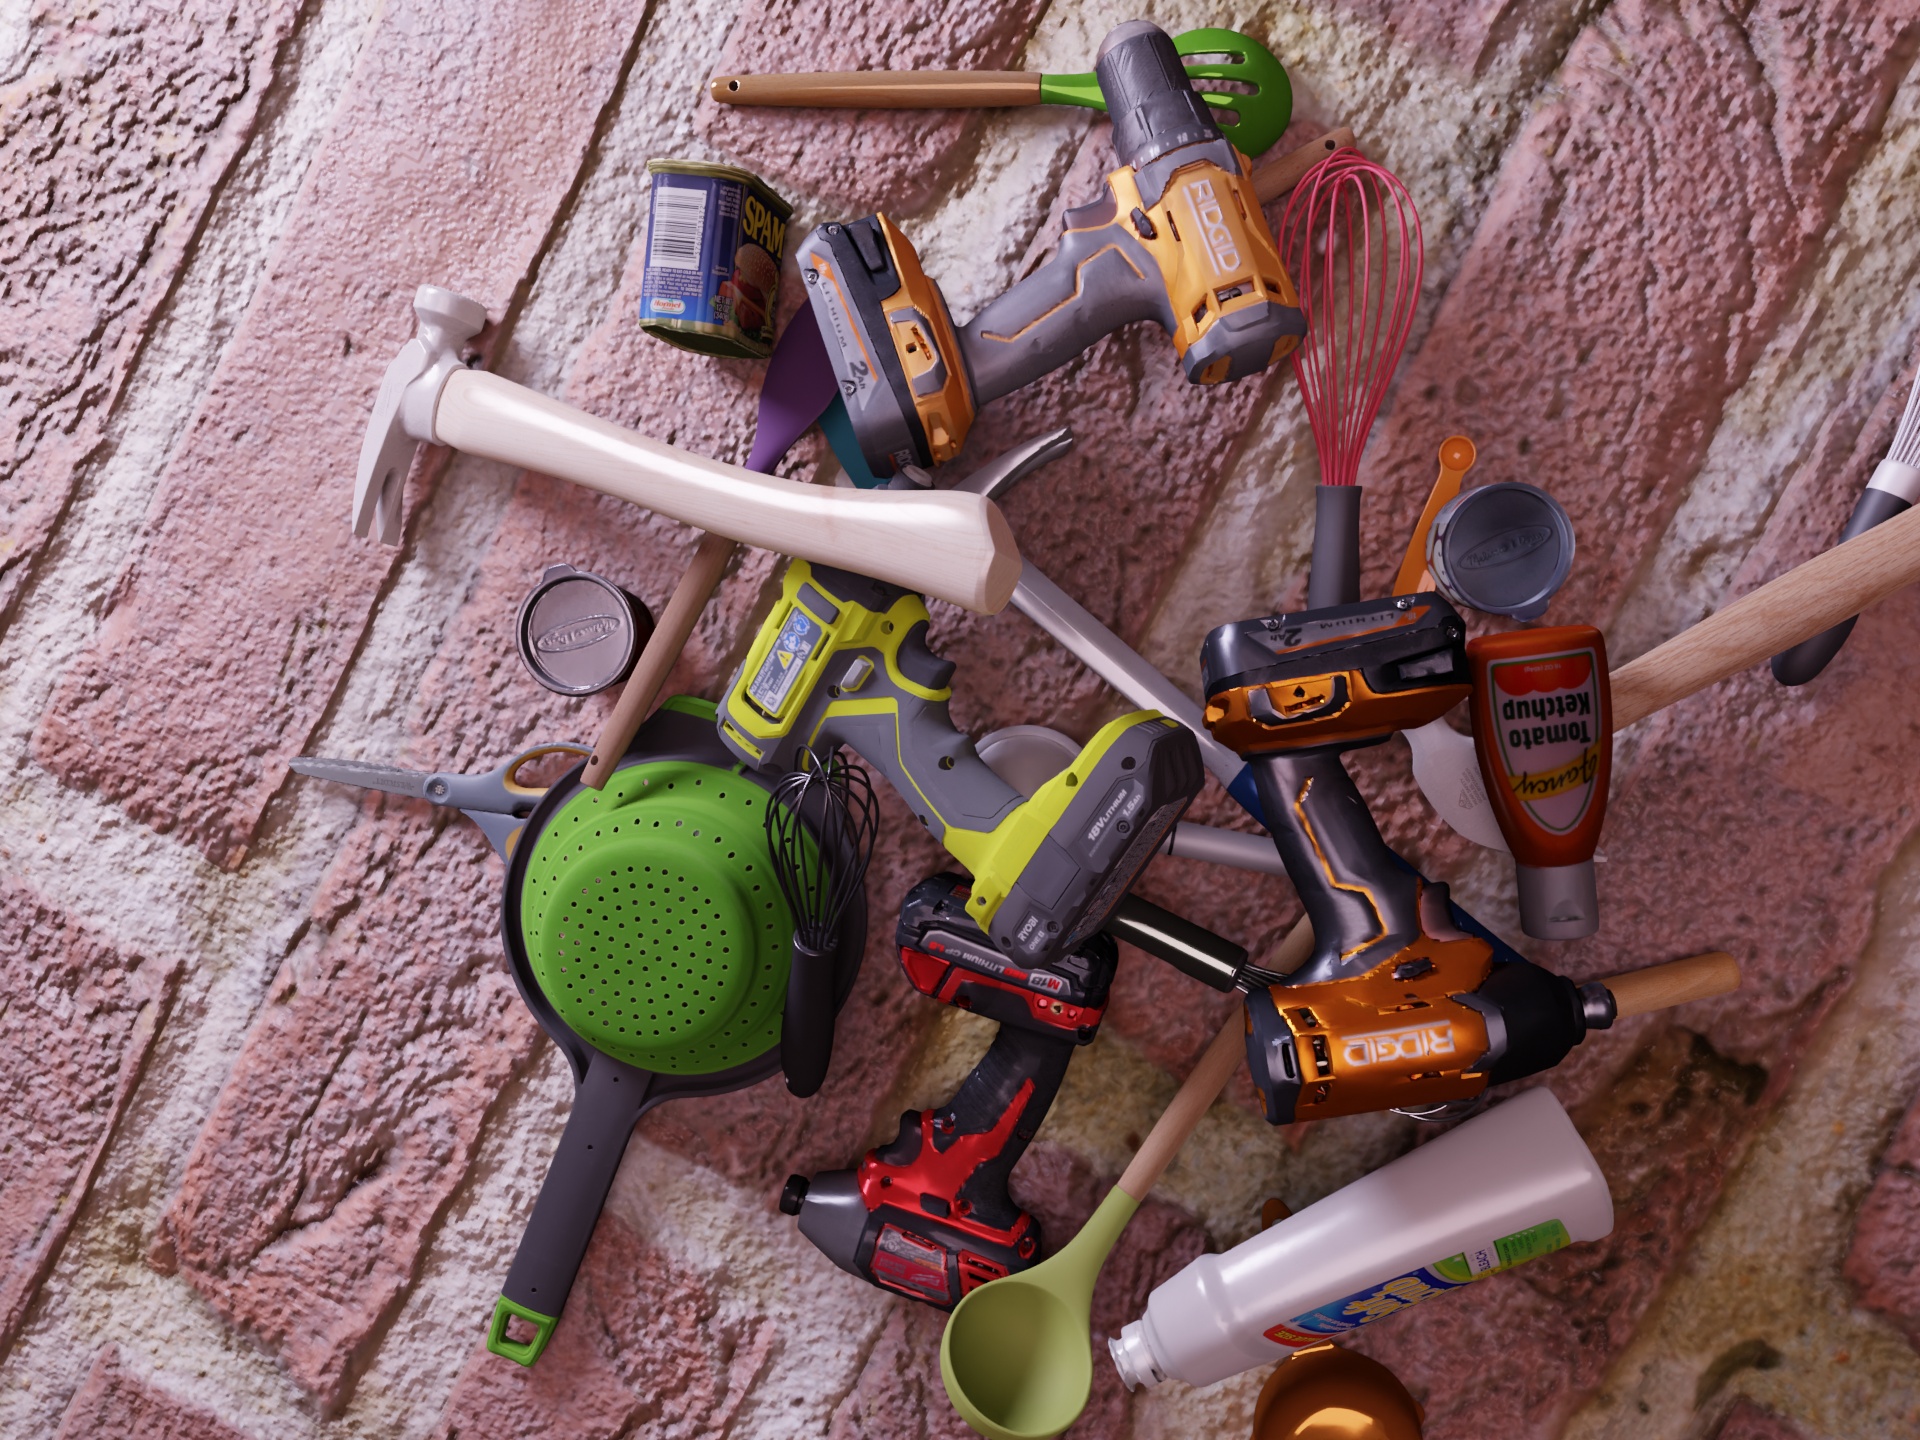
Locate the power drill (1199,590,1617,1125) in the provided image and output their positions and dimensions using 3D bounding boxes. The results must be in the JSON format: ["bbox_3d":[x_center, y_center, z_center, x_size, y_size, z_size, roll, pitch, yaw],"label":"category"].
[{"bbox_3d":[0.201,0.061,0.732,0.164,0.084,0.226,-9,81,4],"label":"power drill"}]

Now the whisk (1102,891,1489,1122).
[{"bbox_3d":[0.145,0.130,0.798,0.246,0.058,0.059,25,114,16],"label":"whisk"}]

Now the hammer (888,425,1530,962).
[{"bbox_3d":[0.139,0.013,0.809,0.405,0.035,0.144,41,90,11],"label":"hammer"}]

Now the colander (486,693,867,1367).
[{"bbox_3d":[-0.186,0.186,0.853,0.204,0.094,0.397,22,97,2],"label":"colander"}]

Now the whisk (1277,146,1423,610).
[{"bbox_3d":[0.195,-0.139,0.810,0.073,0.073,0.296,2,98,9],"label":"whisk"}]

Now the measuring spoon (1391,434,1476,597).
[{"bbox_3d":[0.243,-0.091,0.830,0.021,0.011,0.117,16,98,-2],"label":"measuring spoon"}]

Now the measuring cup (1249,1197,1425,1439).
[{"bbox_3d":[0.186,0.340,0.828,0.095,0.052,0.173,-16,90,9],"label":"measuring cup"}]

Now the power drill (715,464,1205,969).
[{"bbox_3d":[-0.001,-0.002,0.773,0.223,0.080,0.171,39,112,18],"label":"power drill"}]

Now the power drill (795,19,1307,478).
[{"bbox_3d":[0.037,-0.234,0.788,0.226,0.084,0.185,-19,82,2],"label":"power drill"}]

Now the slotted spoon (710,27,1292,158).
[{"bbox_3d":[0.018,-0.334,0.847,0.314,0.031,0.070,4,93,10],"label":"slotted spoon"}]

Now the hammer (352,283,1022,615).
[{"bbox_3d":[-0.153,-0.113,0.800,0.411,0.038,0.146,20,93,29],"label":"hammer"}]

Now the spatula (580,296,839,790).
[{"bbox_3d":[-0.125,-0.106,0.850,0.060,0.018,0.316,22,83,36],"label":"spatula"}]

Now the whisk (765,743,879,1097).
[{"bbox_3d":[-0.074,0.107,0.787,0.055,0.055,0.238,14,129,8],"label":"whisk"}]

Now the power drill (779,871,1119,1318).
[{"bbox_3d":[-0.007,0.201,0.845,0.143,0.078,0.219,17,97,7],"label":"power drill"}]

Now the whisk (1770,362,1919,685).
[{"bbox_3d":[0.471,-0.145,0.770,0.070,0.070,0.284,26,100,7],"label":"whisk"}]

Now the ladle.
[{"bbox_3d":[0.101,0.218,0.803,0.078,0.062,0.320,36,81,8],"label":"ladle"}]

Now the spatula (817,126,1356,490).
[{"bbox_3d":[0.064,-0.230,0.846,0.317,0.044,0.082,-28,86,4],"label":"spatula"}]

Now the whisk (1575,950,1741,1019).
[{"bbox_3d":[0.275,0.155,0.816,0.245,0.051,0.047,-15,84,6],"label":"whisk"}]

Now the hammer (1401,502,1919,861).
[{"bbox_3d":[0.378,-0.038,0.773,0.331,0.031,0.130,-31,90,19],"label":"hammer"}]

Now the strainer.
[{"bbox_3d":[0.100,0.058,0.841,0.258,0.050,0.087,10,97,5],"label":"strainer"}]
